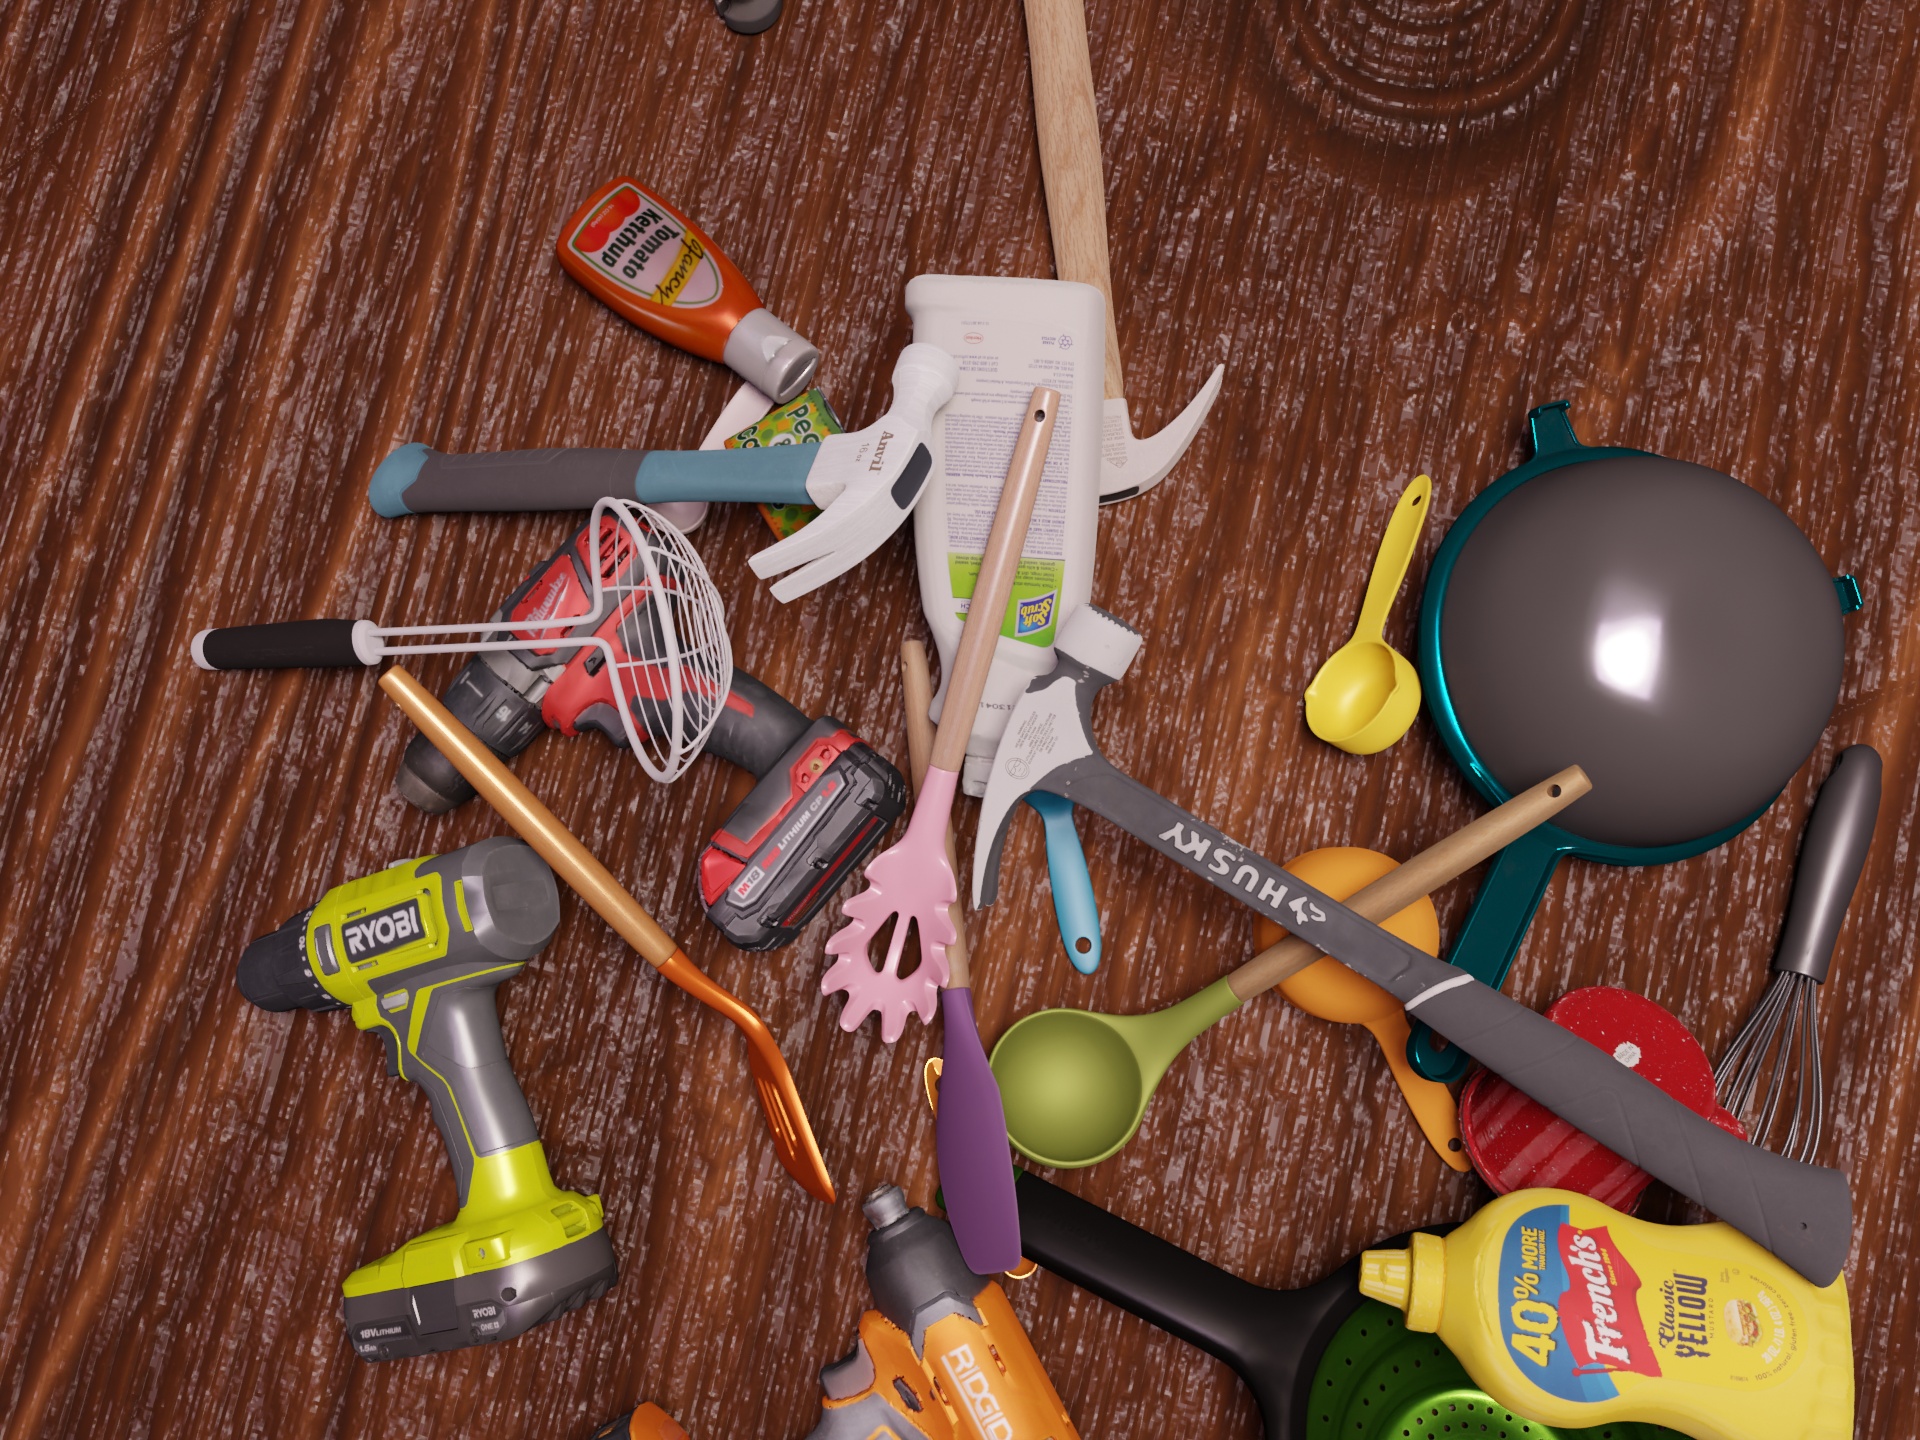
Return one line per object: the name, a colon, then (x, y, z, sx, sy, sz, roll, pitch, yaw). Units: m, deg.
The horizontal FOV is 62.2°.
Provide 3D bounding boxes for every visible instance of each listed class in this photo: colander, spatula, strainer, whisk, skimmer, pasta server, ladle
colander: (0.168, 0.312, 0.742, 0.397, 0.094, 0.204, 21, 58, 22)
spatula: (-0.163, 0.102, 0.755, 0.041, 0.081, 0.322, -46, 101, -19)
strainer: (0.302, 0.015, 0.735, 0.211, 0.095, 0.340, 31, 77, -3)
spatula: (-0.007, 0.109, 0.790, 0.018, 0.060, 0.316, 6, 68, -35)
whisk: (0.405, 0.121, 0.768, 0.055, 0.055, 0.239, 20, 80, 7)
skimmer: (-0.259, -0.034, 0.759, 0.363, 0.090, 0.127, -1, 105, 26)
pasta server: (-0.001, -0.002, 0.753, 0.060, 0.040, 0.316, 16, 98, 3)
ladle: (0.145, 0.111, 0.737, 0.320, 0.062, 0.078, -36, 67, 20)

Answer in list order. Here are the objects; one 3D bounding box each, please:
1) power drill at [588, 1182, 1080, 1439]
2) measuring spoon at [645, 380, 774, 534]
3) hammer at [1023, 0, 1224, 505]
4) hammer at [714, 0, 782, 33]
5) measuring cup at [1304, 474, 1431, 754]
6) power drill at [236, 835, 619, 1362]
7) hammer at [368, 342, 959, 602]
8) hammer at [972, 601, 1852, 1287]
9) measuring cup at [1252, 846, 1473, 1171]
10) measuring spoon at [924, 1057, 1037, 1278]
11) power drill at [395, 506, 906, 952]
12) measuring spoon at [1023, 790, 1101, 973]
power drill: (-0.073, 0.339, 0.763, 0.226, 0.084, 0.164, -28, 81, -4)
measuring spoon: (-0.125, -0.150, 0.862, 0.034, 0.018, 0.124, 32, 80, 12)
hammer: (0.064, -0.279, 0.852, 0.130, 0.031, 0.331, -6, 82, 4)
hammer: (0.021, -0.517, 0.840, 0.386, 0.143, 0.038, -37, 85, -5)
measuring cup: (0.221, -0.054, 0.811, 0.029, 0.062, 0.156, 32, 70, -28)
power drill: (-0.268, 0.186, 0.785, 0.190, 0.080, 0.228, -19, 82, 25)
hammer: (-0.164, -0.121, 0.788, 0.331, 0.033, 0.128, 3, 61, 28)
hammer: (0.186, 0.111, 0.691, 0.409, 0.036, 0.149, 32, 99, 15)
measuring cup: (0.209, 0.142, 0.776, 0.095, 0.052, 0.174, -27, 80, 1)
measuring spoon: (0.009, 0.226, 0.806, 0.021, 0.011, 0.117, -24, 78, -6)
power drill: (-0.162, 0.021, 0.812, 0.227, 0.080, 0.188, 40, 87, 11)
measuring spoon: (0.053, 0.066, 0.813, 0.042, 0.021, 0.129, -12, 80, 3)
